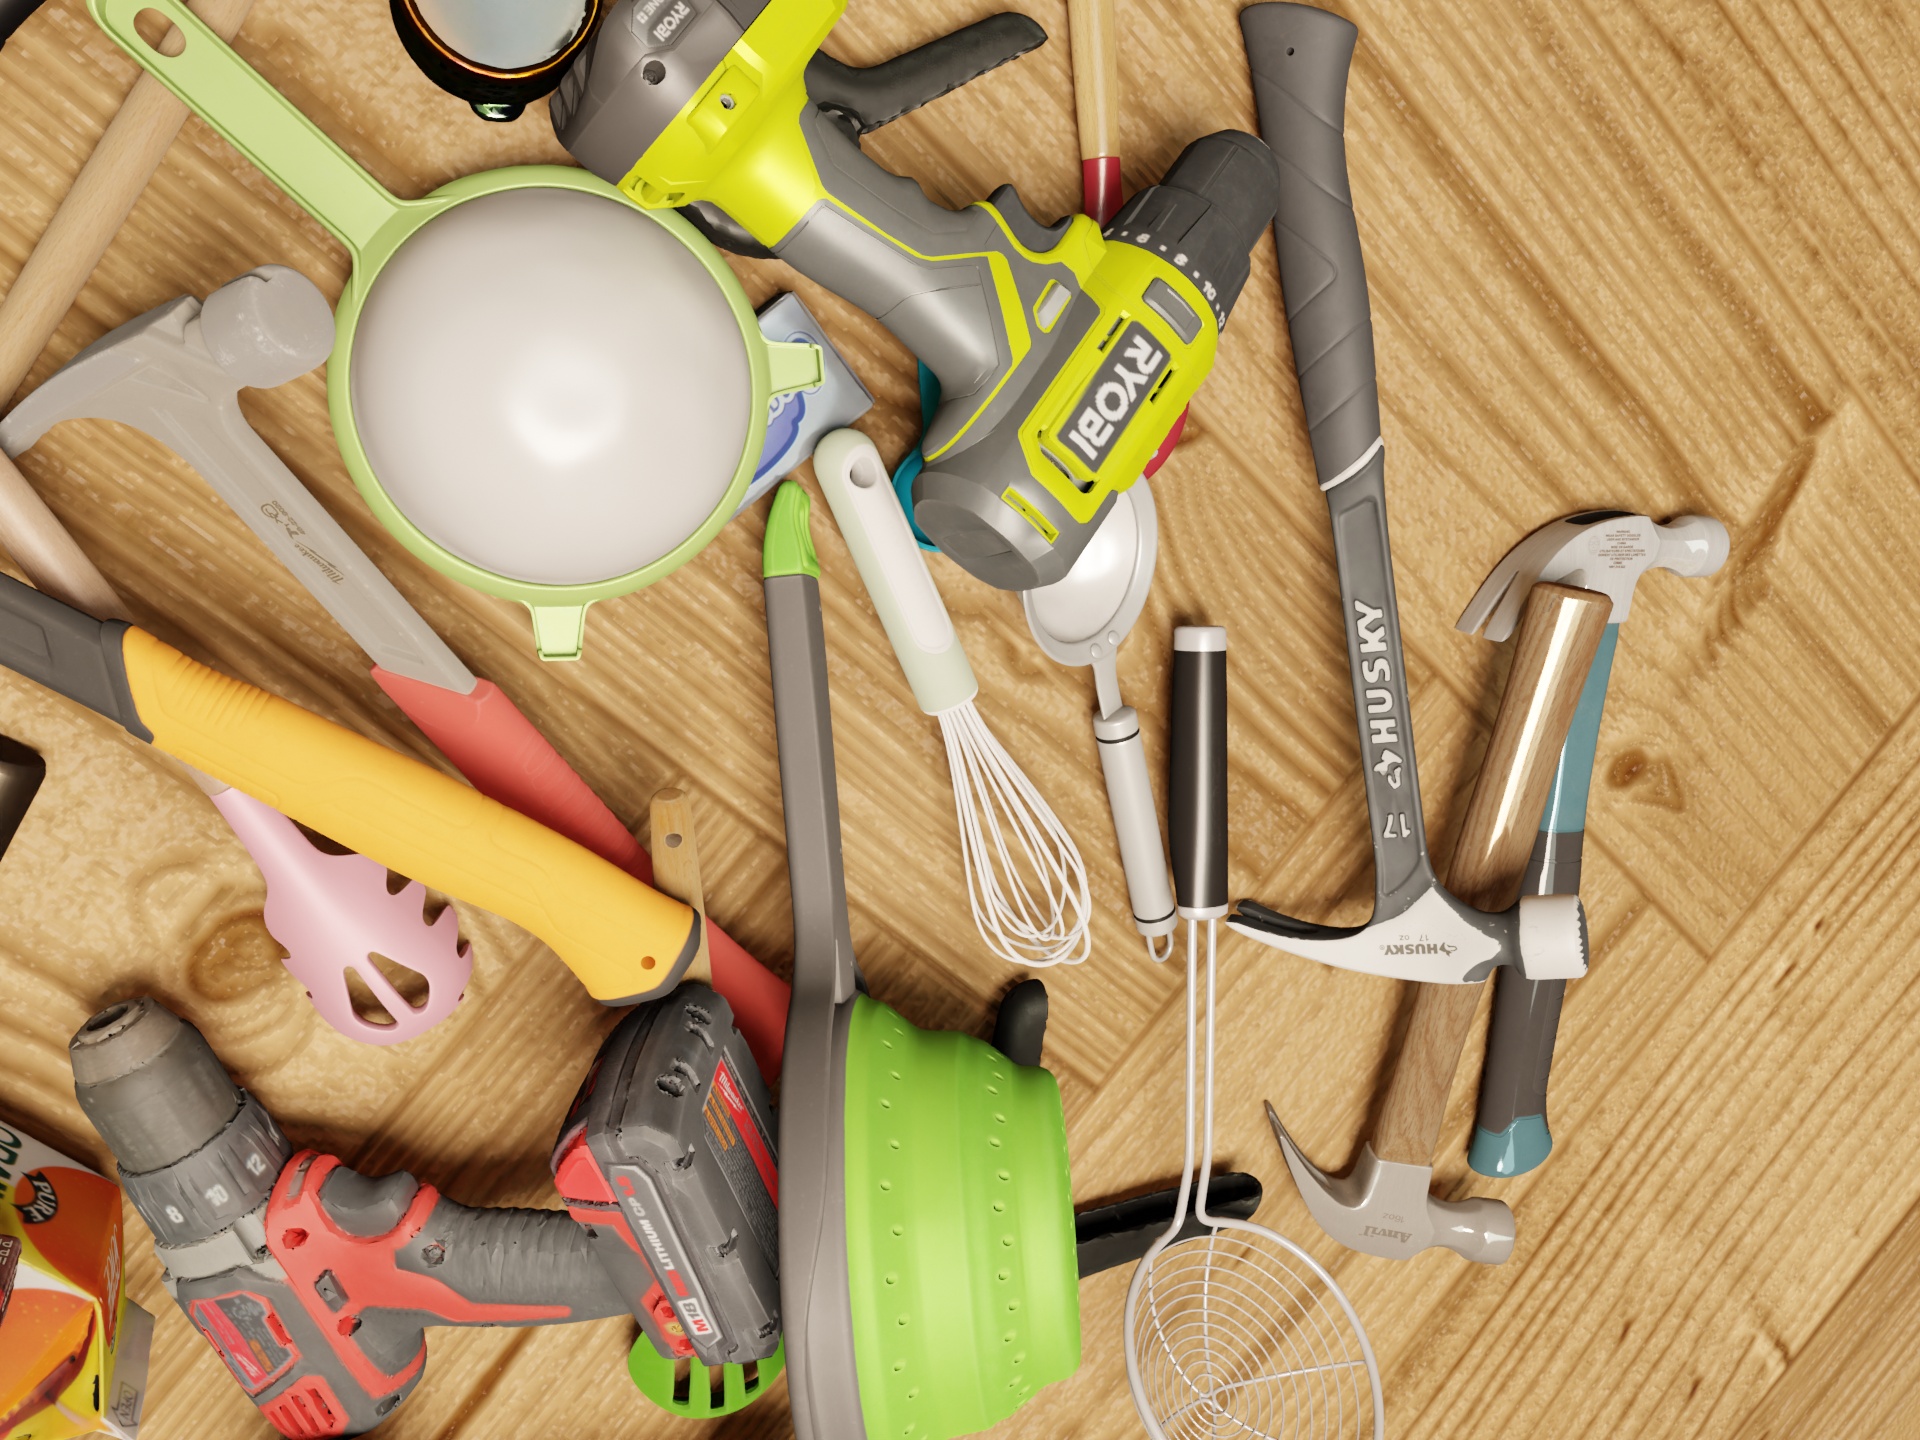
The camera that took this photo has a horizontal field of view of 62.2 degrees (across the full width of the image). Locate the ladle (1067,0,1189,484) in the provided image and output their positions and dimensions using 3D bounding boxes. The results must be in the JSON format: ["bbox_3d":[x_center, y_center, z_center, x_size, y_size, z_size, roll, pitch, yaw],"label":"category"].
[{"bbox_3d":[0.053,-0.244,0.615,0.069,0.031,0.315,-10,104,-18],"label":"ladle"}]

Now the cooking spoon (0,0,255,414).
[{"bbox_3d":[-0.246,-0.222,0.515,0.068,0.017,0.319,31,90,-22],"label":"cooking spoon"}]

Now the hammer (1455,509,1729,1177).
[{"bbox_3d":[0.287,0.064,0.768,0.128,0.033,0.331,-1,103,-20],"label":"hammer"}]

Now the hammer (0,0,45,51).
[{"bbox_3d":[-0.363,-0.110,0.483,0.146,0.035,0.335,25,90,-11],"label":"hammer"}]

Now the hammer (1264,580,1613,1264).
[{"bbox_3d":[0.230,0.098,0.730,0.130,0.031,0.331,10,105,-8],"label":"hammer"}]

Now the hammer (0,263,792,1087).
[{"bbox_3d":[-0.171,0.014,0.569,0.149,0.037,0.358,-14,127,31],"label":"hammer"}]

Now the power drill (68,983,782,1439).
[{"bbox_3d":[-0.185,0.161,0.561,0.226,0.080,0.187,-15,114,12],"label":"power drill"}]

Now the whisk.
[{"bbox_3d":[-0.001,-0.002,0.631,0.058,0.059,0.246,-36,115,-27],"label":"whisk"}]

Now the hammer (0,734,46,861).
[{"bbox_3d":[-0.409,0.195,0.548,0.146,0.038,0.410,26,93,-25],"label":"hammer"}]

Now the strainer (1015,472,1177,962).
[{"bbox_3d":[0.061,-0.006,0.667,0.087,0.050,0.258,-33,120,-37],"label":"strainer"}]

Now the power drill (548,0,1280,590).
[{"bbox_3d":[-0.001,-0.183,0.539,0.228,0.080,0.190,40,74,-22],"label":"power drill"}]

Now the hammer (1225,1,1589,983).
[{"bbox_3d":[0.160,-0.085,0.661,0.149,0.036,0.409,-6,100,25],"label":"hammer"}]

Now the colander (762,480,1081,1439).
[{"bbox_3d":[-0.012,0.106,0.591,0.094,0.204,0.397,-5,88,3],"label":"colander"}]

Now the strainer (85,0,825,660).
[{"bbox_3d":[-0.170,-0.143,0.512,0.256,0.069,0.151,42,87,-21],"label":"strainer"}]

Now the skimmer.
[{"bbox_3d":[0.121,0.143,0.661,0.127,0.090,0.363,-4,96,-34],"label":"skimmer"}]

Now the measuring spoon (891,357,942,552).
[{"bbox_3d":[-0.010,-0.130,0.627,0.042,0.021,0.128,-1,94,-17],"label":"measuring spoon"}]

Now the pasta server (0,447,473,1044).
[{"bbox_3d":[-0.261,-0.003,0.531,0.060,0.040,0.316,-32,118,-10],"label":"pasta server"}]

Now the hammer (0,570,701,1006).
[{"bbox_3d":[-0.225,-0.007,0.486,0.336,0.034,0.127,31,101,-19],"label":"hammer"}]

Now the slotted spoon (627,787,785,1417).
[{"bbox_3d":[-0.102,0.164,0.614,0.070,0.031,0.313,-6,118,-13],"label":"slotted spoon"}]
